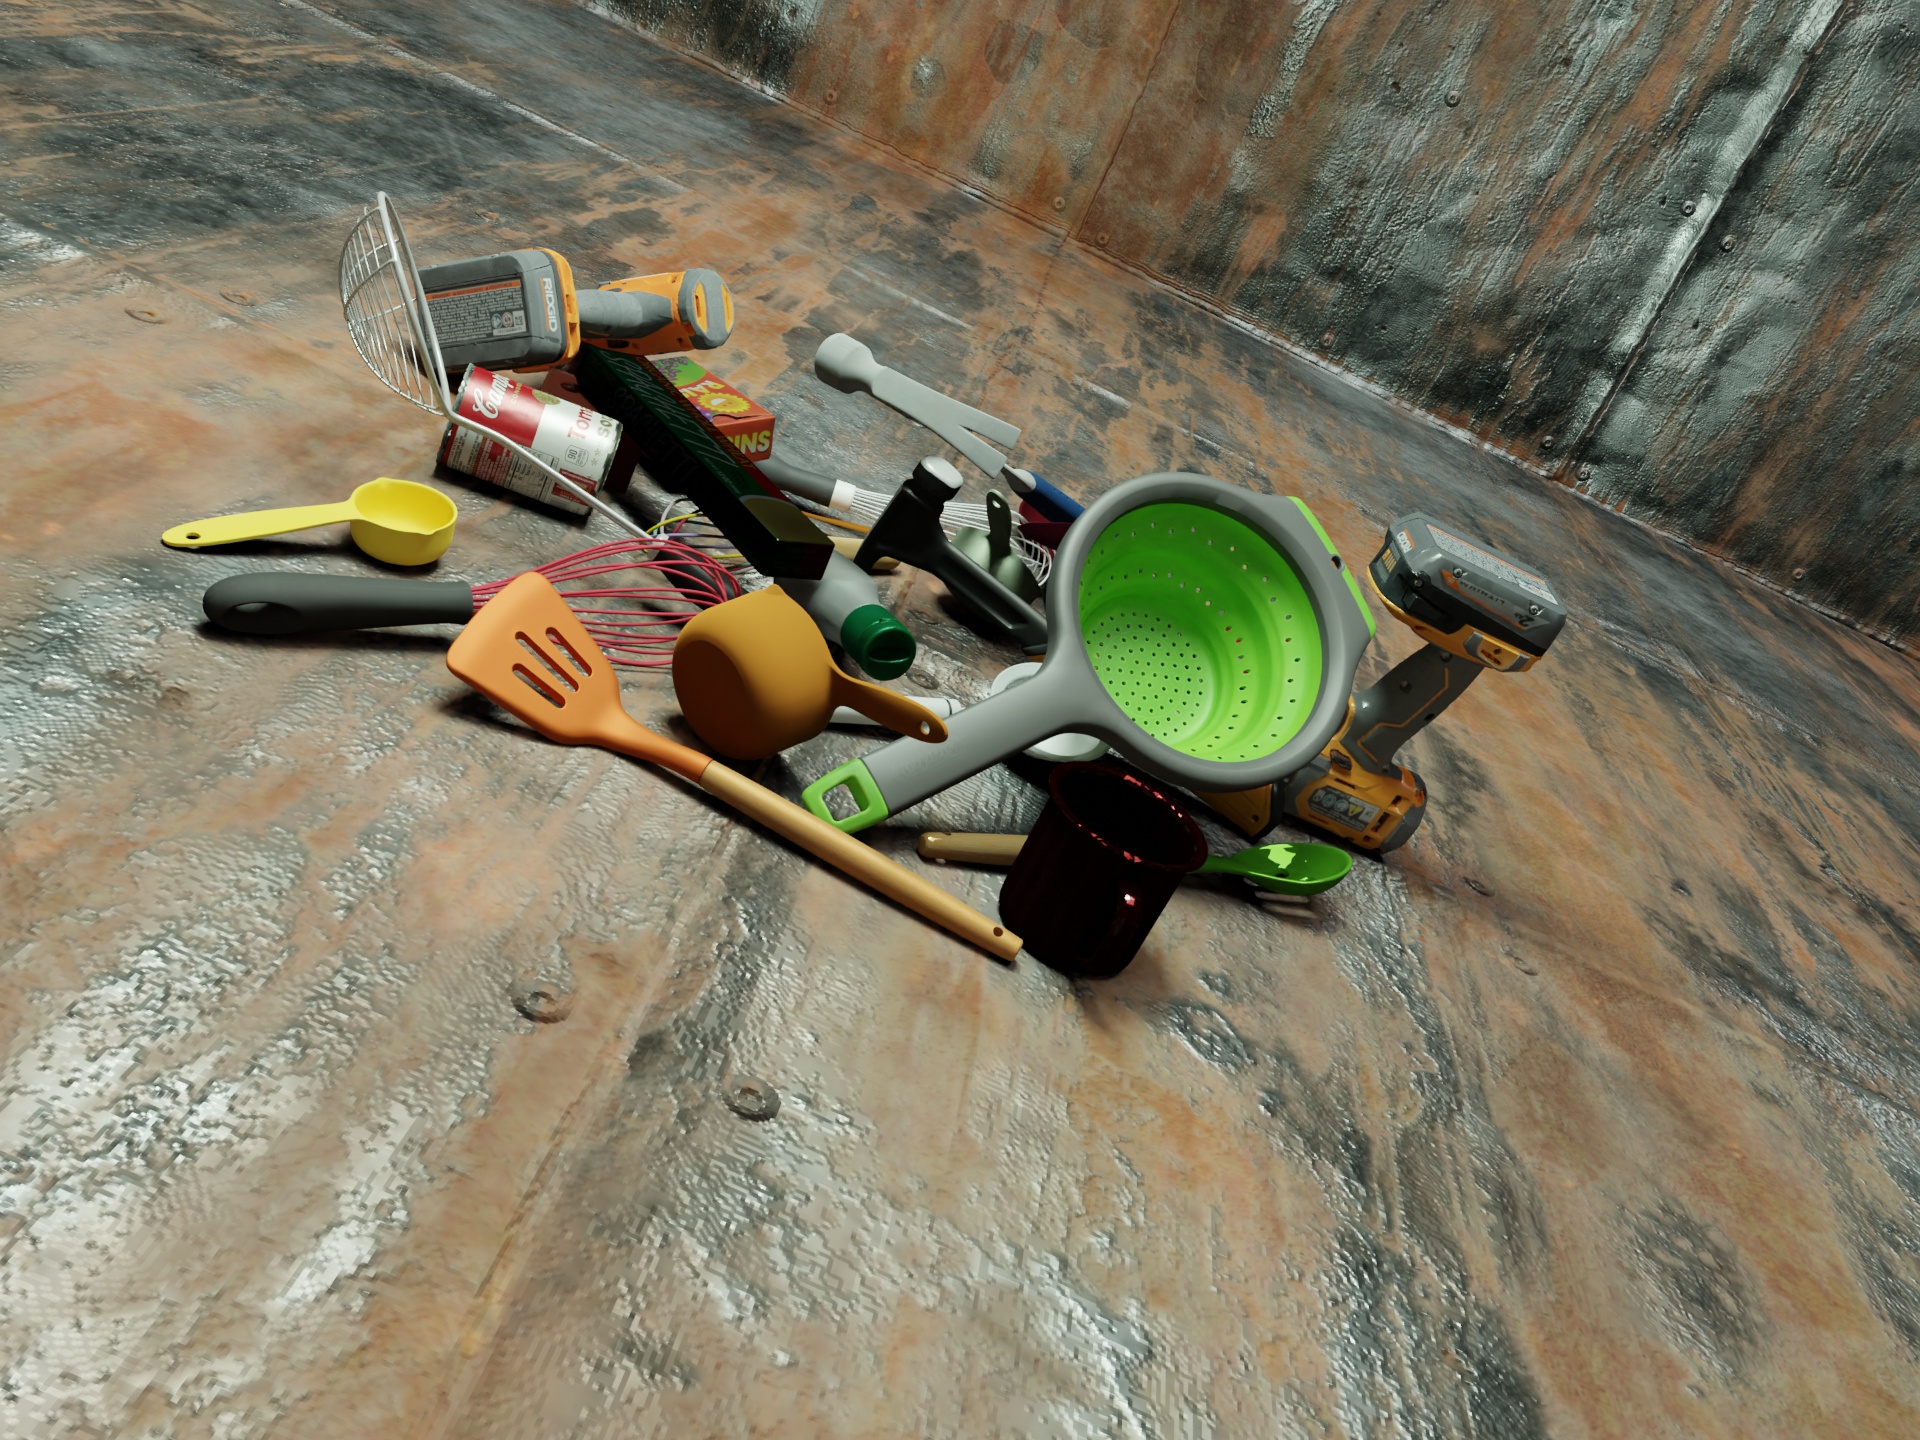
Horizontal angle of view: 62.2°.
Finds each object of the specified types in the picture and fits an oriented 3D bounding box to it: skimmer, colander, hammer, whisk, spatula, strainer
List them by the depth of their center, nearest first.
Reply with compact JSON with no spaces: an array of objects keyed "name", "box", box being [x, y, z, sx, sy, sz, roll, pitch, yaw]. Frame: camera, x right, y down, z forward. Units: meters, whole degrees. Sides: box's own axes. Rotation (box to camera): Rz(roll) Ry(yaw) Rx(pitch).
[{"name":"spatula","box":[-0.108,0.034,0.813,0.322,0.041,0.081,30,49,2]},{"name":"whisk","box":[-0.246,-0.064,0.850,0.295,0.073,0.073,-4,38,-40]},{"name":"skimmer","box":[-0.215,-0.163,0.950,0.363,0.090,0.127,36,-4,-13]},{"name":"colander","box":[0.069,-0.013,0.958,0.397,0.094,0.204,-25,82,-27]},{"name":"strainer","box":[-0.002,-0.003,0.991,0.258,0.050,0.087,4,46,-30]},{"name":"hammer","box":[0.074,-0.029,1.072,0.337,0.127,0.034,38,27,1]},{"name":"whisk","box":[-0.121,-0.120,1.098,0.051,0.047,0.245,40,25,30]},{"name":"hammer","box":[0.044,-0.176,1.169,0.144,0.035,0.405,33,6,25]},{"name":"whisk","box":[-0.060,-0.163,1.227,0.284,0.070,0.070,18,26,-8]}]

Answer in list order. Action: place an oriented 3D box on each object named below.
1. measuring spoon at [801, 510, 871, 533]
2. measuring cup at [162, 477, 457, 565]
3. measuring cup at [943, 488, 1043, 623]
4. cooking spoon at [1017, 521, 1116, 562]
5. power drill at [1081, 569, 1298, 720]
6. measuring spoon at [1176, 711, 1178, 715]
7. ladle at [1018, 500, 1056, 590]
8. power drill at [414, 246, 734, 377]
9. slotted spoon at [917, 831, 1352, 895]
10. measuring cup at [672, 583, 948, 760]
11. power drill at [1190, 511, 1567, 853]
[{"name":"measuring spoon","box":[-0.092,-0.152,1.192,0.117,0.011,0.021,17,7,9]},{"name":"measuring cup","box":[-0.351,-0.100,0.866,0.156,0.029,0.062,-16,47,-40]},{"name":"measuring cup","box":[0.017,-0.116,1.129,0.083,0.038,0.167,38,-12,11]},{"name":"cooking spoon","box":[0.103,-0.121,1.217,0.069,0.017,0.318,4,-2,15]},{"name":"power drill","box":[0.206,-0.027,1.191,0.226,0.080,0.188,14,35,-39]},{"name":"measuring spoon","box":[0.141,-0.040,1.226,0.034,0.018,0.124,10,30,-33]},{"name":"ladle","box":[0.079,-0.107,1.285,0.069,0.031,0.316,28,26,-16]},{"name":"power drill","box":[-0.300,-0.305,1.204,0.164,0.084,0.226,1,12,28]},{"name":"slotted spoon","box":[0.111,0.083,0.948,0.313,0.031,0.070,7,9,-32]},{"name":"measuring cup","box":[-0.084,-0.011,0.831,0.174,0.095,0.052,21,31,39]},{"name":"power drill","box":[0.271,-0.027,1.077,0.185,0.226,0.084,23,30,-13]}]
